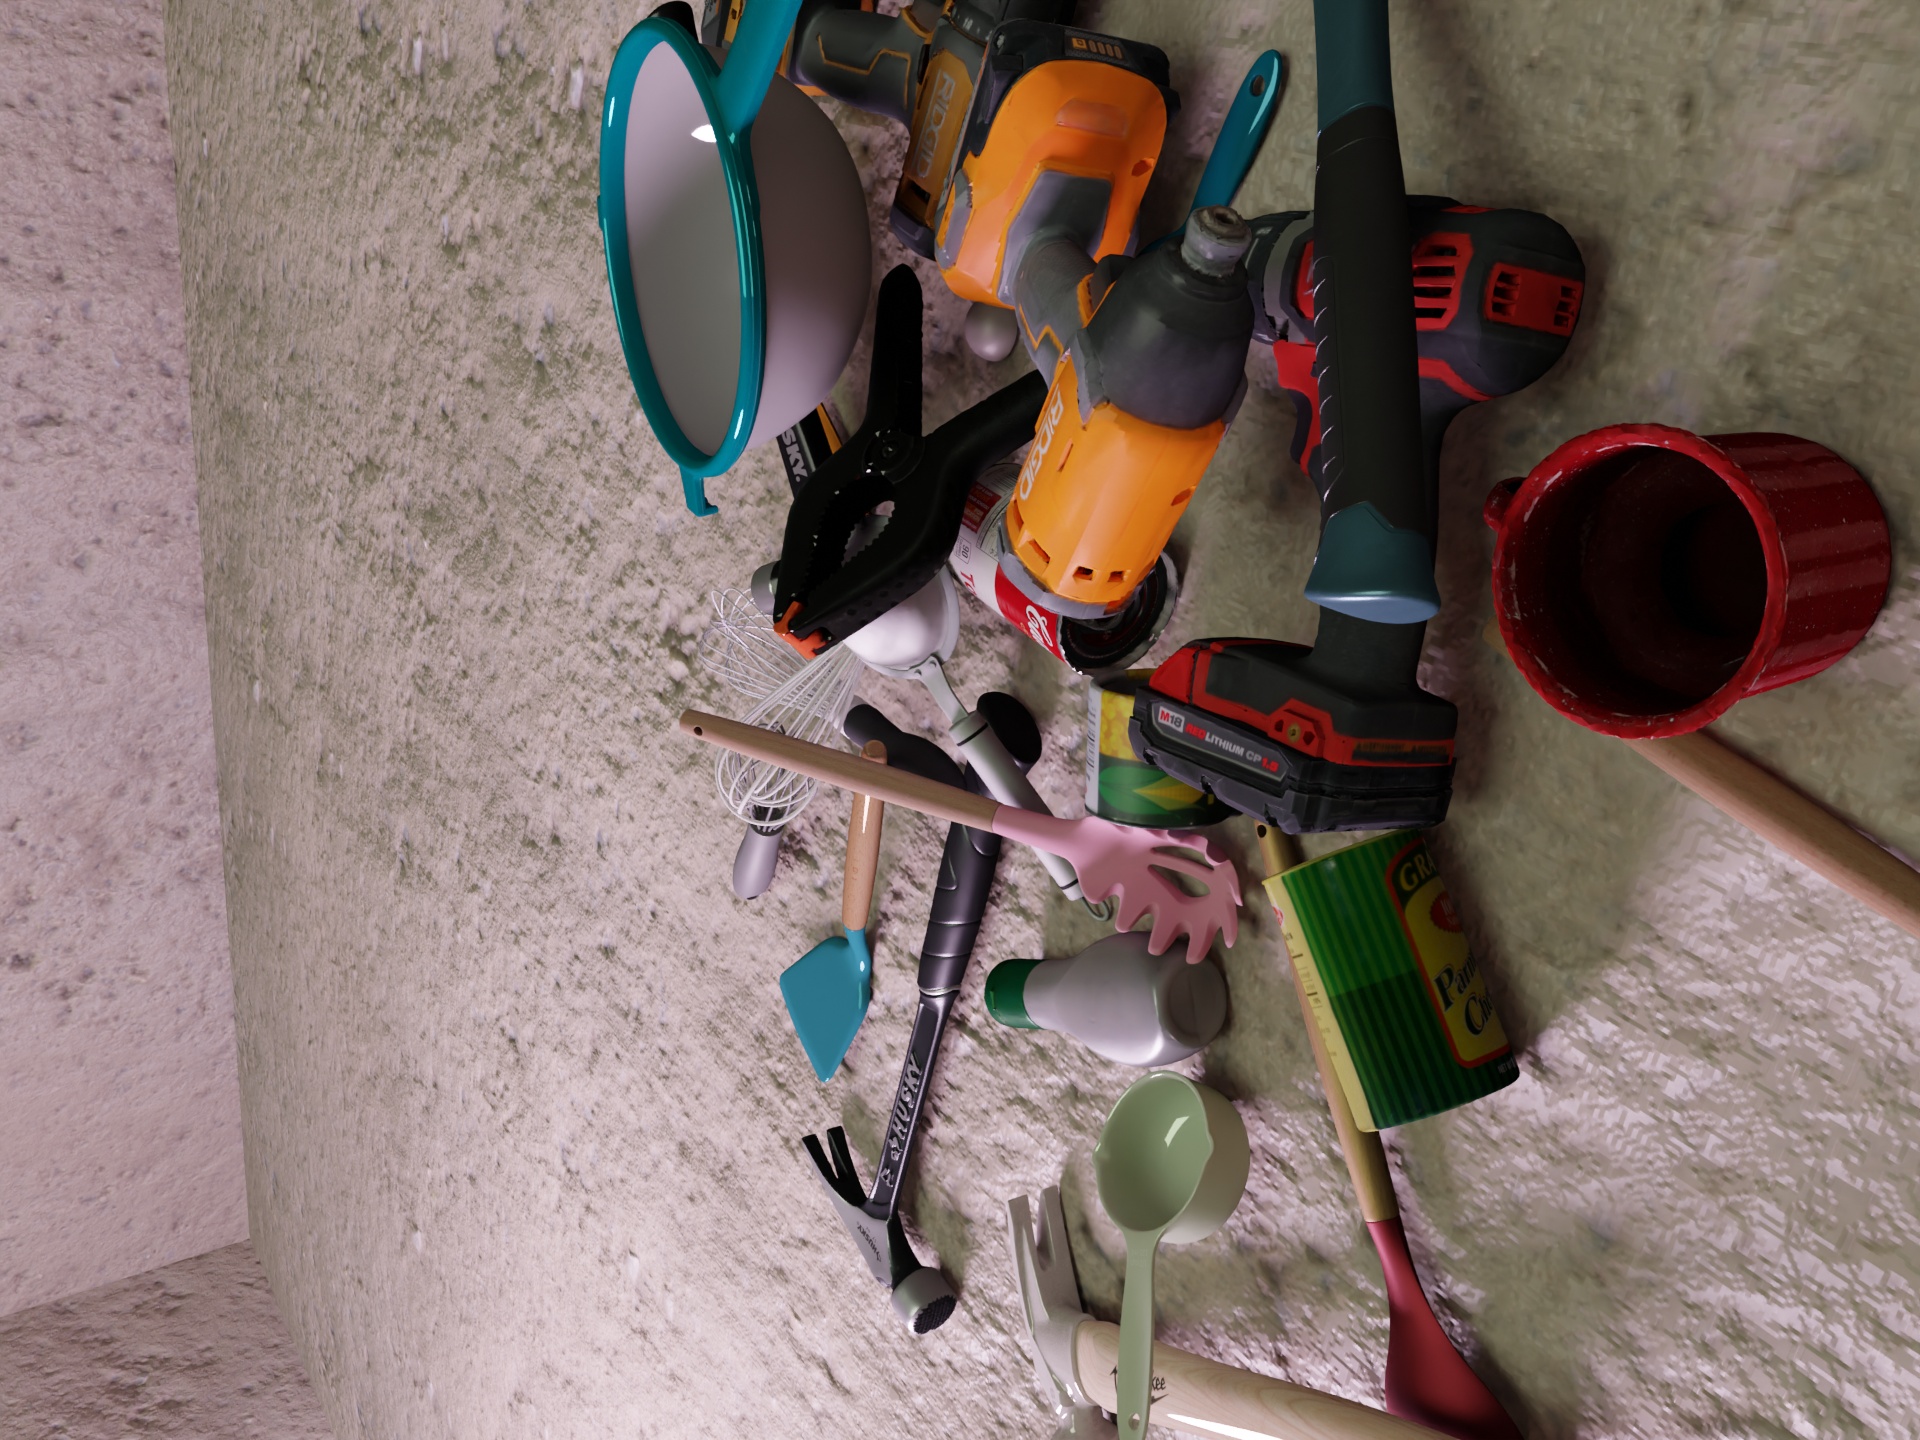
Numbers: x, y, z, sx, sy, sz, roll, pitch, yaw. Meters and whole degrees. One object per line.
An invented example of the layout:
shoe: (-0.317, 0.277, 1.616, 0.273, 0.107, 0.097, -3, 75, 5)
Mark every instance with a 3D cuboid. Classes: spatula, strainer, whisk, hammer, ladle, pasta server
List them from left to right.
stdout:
whisk: (-0.125, 0.066, 1.003, 0.055, 0.055, 0.238, 64, 158, 20)
hammer: (-0.109, -0.230, 0.887, 0.146, 0.035, 0.334, -12, 98, 44)
strainer: (-0.078, -0.252, 0.723, 0.340, 0.095, 0.211, -43, 62, 60)
whisk: (-0.078, -0.015, 0.922, 0.285, 0.070, 0.070, 35, 125, 49)
spatula: (-0.070, 0.110, 0.936, 0.317, 0.044, 0.082, 101, 146, -53)
whisk: (-0.052, -0.043, 0.843, 0.059, 0.058, 0.246, 40, 106, 7)
hammer: (-0.018, 0.165, 0.924, 0.149, 0.036, 0.408, 43, 130, 42)
pasta server: (-0.009, 0.043, 0.777, 0.316, 0.040, 0.060, 16, 115, 22)
strainer: (-0.001, -0.003, 0.791, 0.087, 0.050, 0.258, -31, 98, 44)
hammer: (0.139, 0.298, 0.697, 0.410, 0.038, 0.146, -20, 81, 61)
hammer: (0.132, -0.185, 0.533, 0.128, 0.033, 0.331, -22, 59, 50)
ladle: (0.173, 0.183, 0.672, 0.069, 0.031, 0.315, -28, 74, 54)
spatula: (0.285, 0.048, 0.486, 0.316, 0.018, 0.059, 44, 113, 40)

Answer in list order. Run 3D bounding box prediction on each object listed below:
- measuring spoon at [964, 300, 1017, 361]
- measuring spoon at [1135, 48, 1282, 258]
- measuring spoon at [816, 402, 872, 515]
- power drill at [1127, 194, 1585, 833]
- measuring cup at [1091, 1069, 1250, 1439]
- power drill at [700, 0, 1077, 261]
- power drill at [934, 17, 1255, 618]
measuring spoon: (-0.006, -0.237, 0.818, 0.034, 0.018, 0.124, -50, 59, 48)
measuring spoon: (0.100, -0.221, 0.671, 0.042, 0.021, 0.128, 55, 139, 31)
measuring spoon: (-0.072, -0.162, 0.940, 0.021, 0.011, 0.117, -39, 71, 51)
power drill: (0.130, -0.086, 0.613, 0.188, 0.080, 0.226, 30, 115, 55)
measuring cup: (0.096, 0.246, 0.726, 0.083, 0.038, 0.168, -24, 50, 50)
power drill: (-0.028, -0.353, 0.772, 0.226, 0.084, 0.185, 48, 134, 31)
power drill: (0.053, -0.174, 0.615, 0.164, 0.084, 0.227, 114, 154, -48)
